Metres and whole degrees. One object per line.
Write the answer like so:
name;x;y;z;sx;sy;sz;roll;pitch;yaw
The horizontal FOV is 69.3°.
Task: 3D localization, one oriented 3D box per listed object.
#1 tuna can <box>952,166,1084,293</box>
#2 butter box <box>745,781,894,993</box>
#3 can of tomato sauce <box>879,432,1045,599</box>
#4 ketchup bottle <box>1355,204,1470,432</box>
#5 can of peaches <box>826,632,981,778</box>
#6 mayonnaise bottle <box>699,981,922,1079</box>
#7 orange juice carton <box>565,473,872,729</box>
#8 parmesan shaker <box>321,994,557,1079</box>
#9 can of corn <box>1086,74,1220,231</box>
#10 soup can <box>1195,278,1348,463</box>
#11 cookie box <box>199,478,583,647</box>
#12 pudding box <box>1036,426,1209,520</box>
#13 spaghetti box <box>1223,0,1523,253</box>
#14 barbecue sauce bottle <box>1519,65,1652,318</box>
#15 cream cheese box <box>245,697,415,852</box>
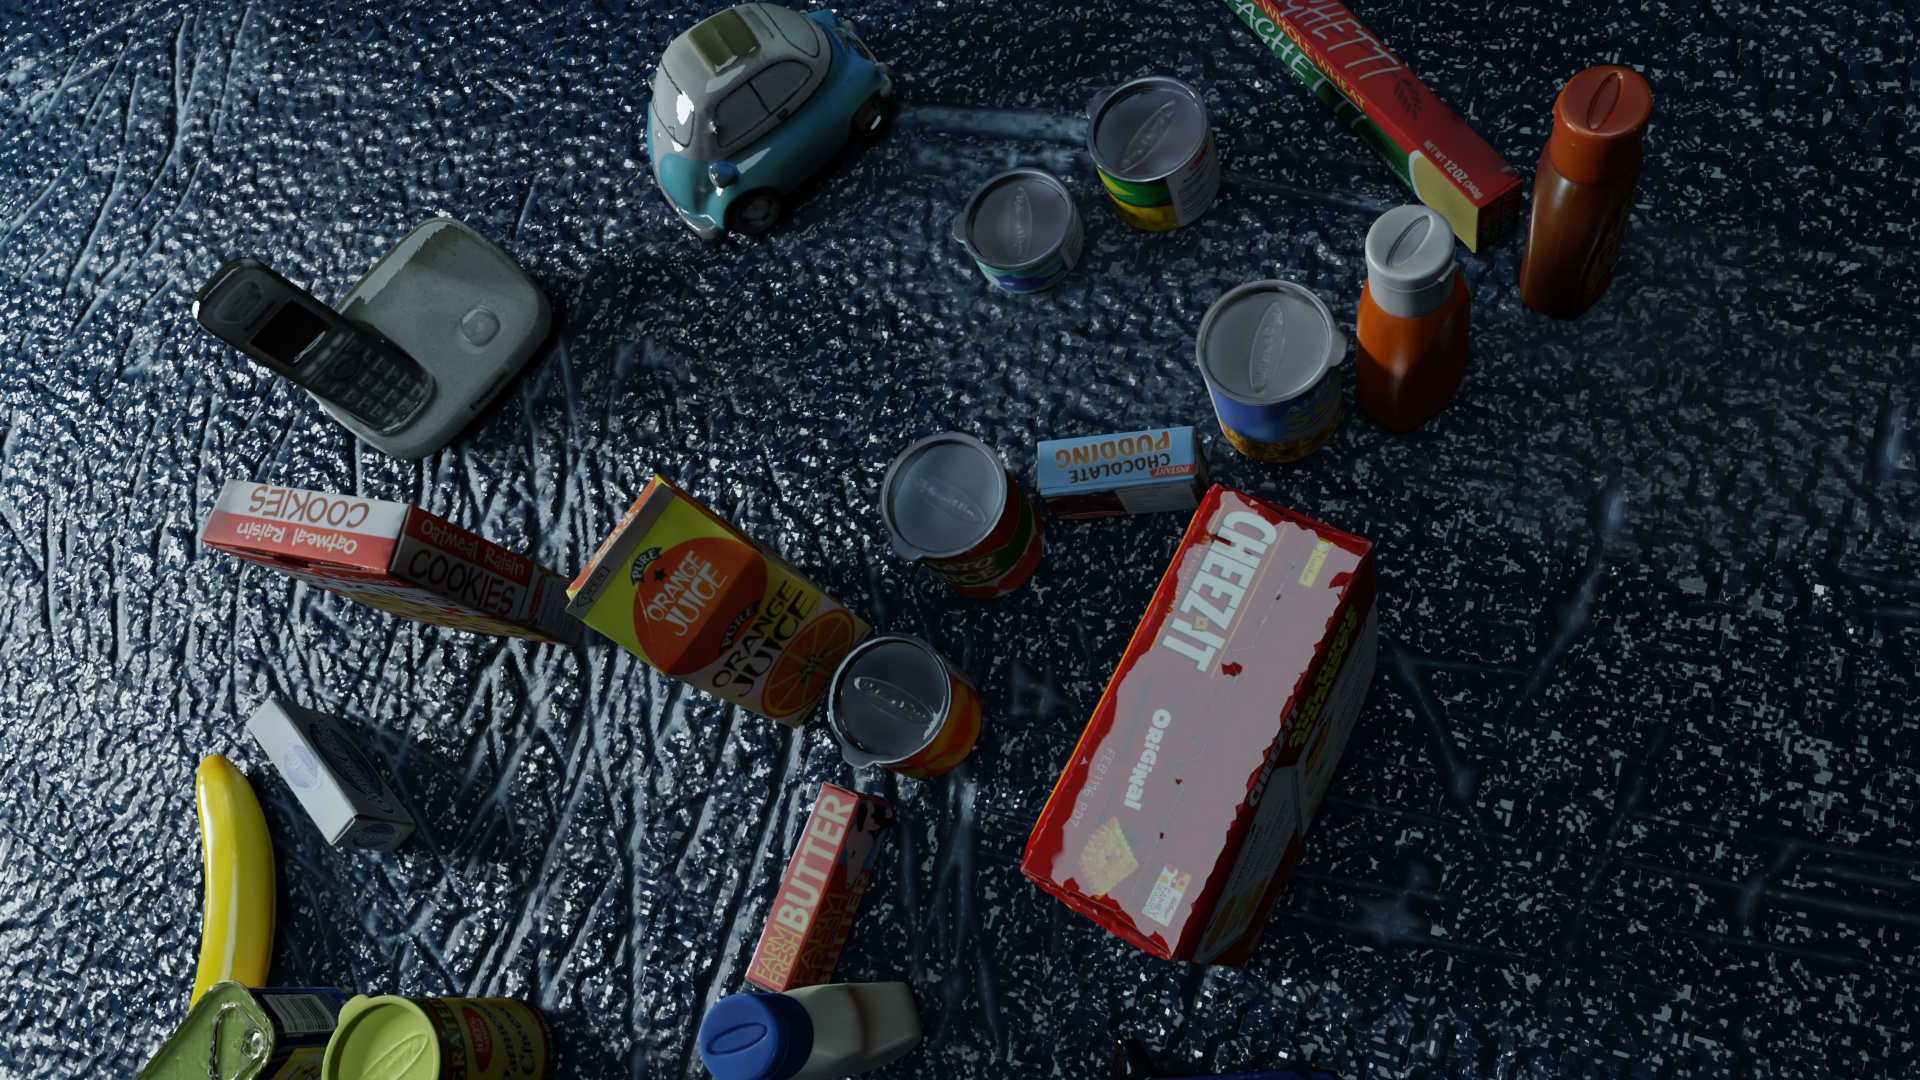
tuna can;0.034;-0.177;0.797;0.071;0.032;0.071;-5;71;16
butter box;-0.069;0.177;0.701;0.024;0.053;0.103;17;78;22
can of tomato sauce;0.003;-0.009;0.724;0.071;0.083;0.071;-6;71;16
ketchup bottle;0.212;-0.104;0.651;0.043;0.148;0.065;37;87;25
can of peaches;-0.029;0.088;0.715;0.071;0.058;0.071;-5;71;16
mayonnaise bottle;-0.069;0.224;0.633;0.065;0.148;0.041;-22;67;10
orange juice carton;-0.123;0.030;0.691;0.073;0.192;0.072;35;86;24
parmesan shaker;-0.262;0.264;0.707;0.071;0.103;0.071;-6;71;16
can of corn;0.107;-0.215;0.773;0.071;0.058;0.071;-5;71;16
soup can;0.160;-0.082;0.697;0.071;0.083;0.071;-6;71;16
cookie box;-0.304;0.016;0.768;0.123;0.167;0.040;7;75;20
pudding box;0.085;-0.034;0.724;0.083;0.049;0.030;-5;71;16
spaghetti box;0.211;-0.257;0.757;0.028;0.050;0.251;-36;65;4
barbecue sauce bottle;0.290;-0.162;0.646;0.044;0.148;0.065;24;82;23
cream cheese box;-0.367;0.137;0.811;0.104;0.053;0.024;42;89;25
